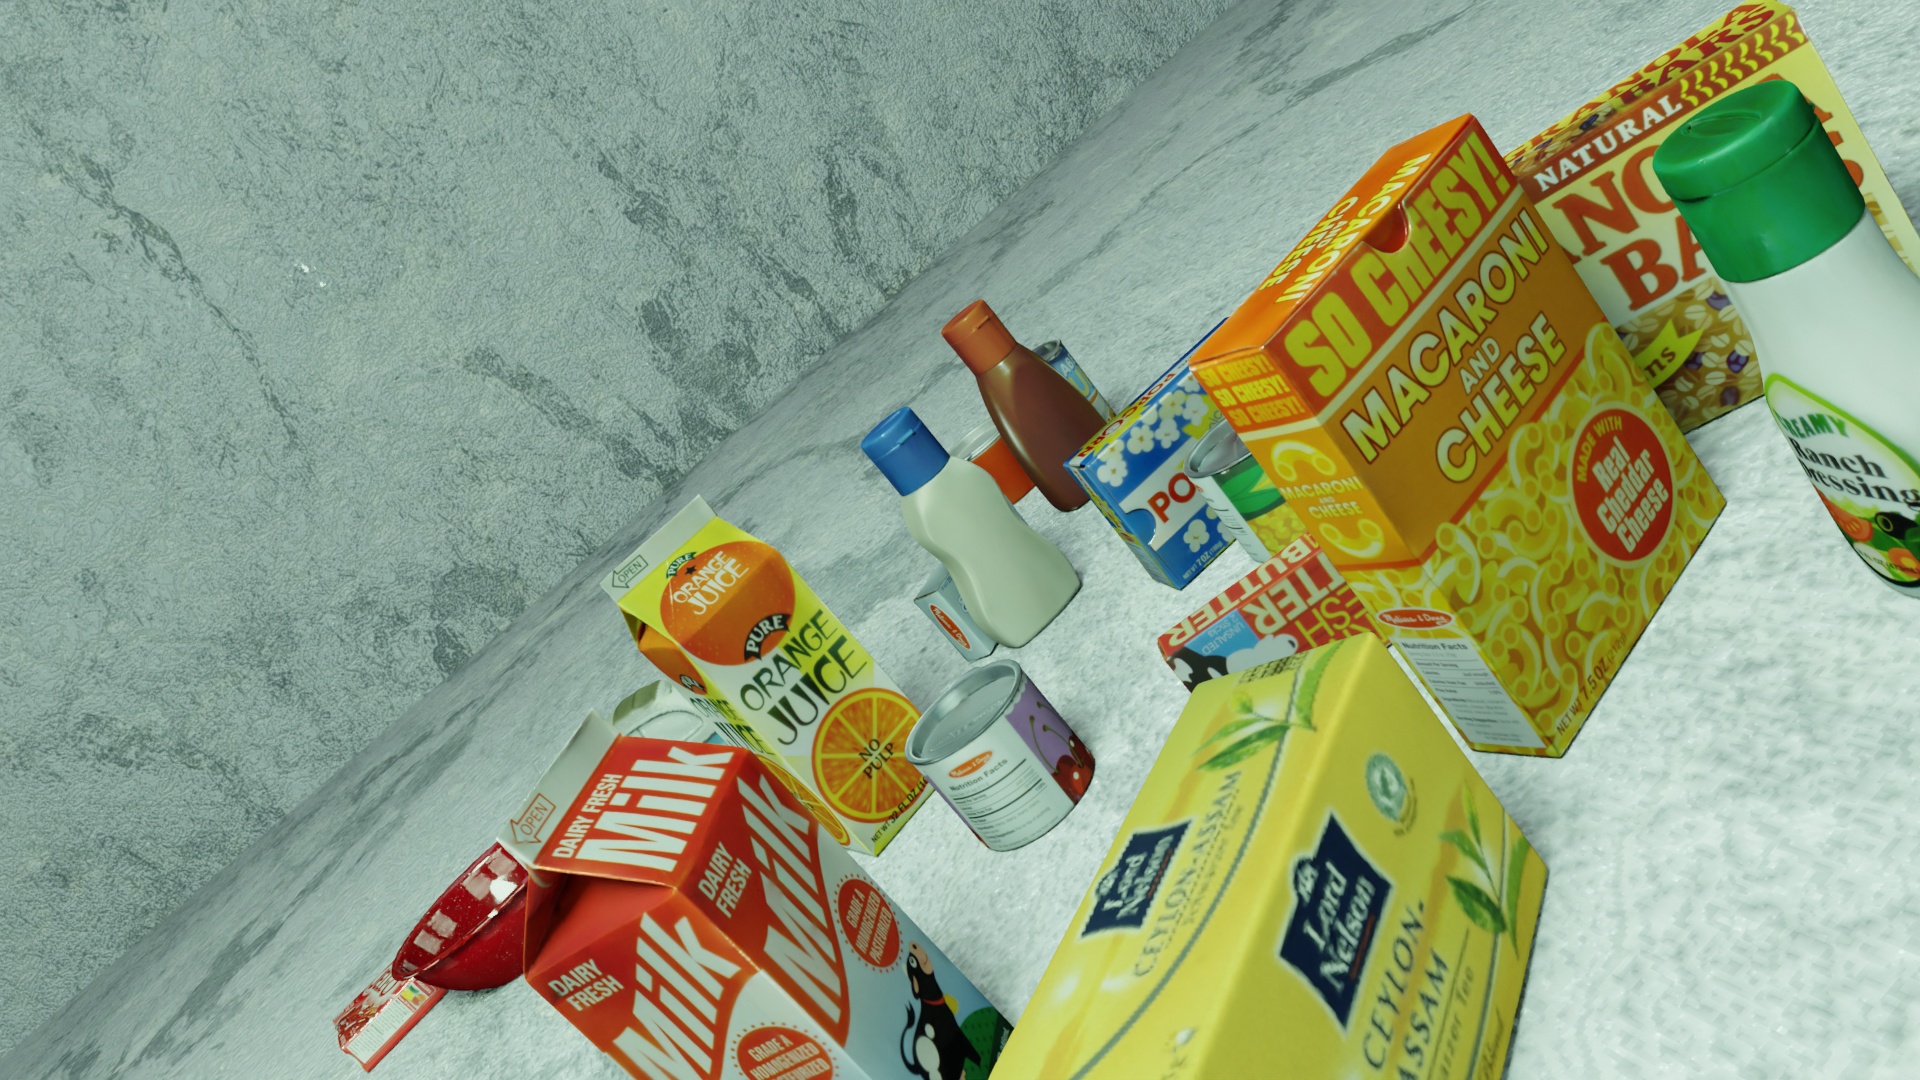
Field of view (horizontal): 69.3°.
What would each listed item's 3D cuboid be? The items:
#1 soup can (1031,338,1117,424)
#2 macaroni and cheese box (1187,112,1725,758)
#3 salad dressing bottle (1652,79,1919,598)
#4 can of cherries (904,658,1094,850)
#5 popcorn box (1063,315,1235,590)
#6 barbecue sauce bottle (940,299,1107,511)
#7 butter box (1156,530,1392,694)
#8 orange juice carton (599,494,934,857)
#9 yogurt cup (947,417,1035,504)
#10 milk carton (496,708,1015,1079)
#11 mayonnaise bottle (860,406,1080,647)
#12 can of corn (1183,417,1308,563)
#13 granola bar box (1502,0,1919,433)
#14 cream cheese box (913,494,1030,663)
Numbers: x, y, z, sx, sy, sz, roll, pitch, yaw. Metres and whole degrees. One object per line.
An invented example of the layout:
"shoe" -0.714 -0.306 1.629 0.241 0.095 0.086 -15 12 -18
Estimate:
"soup can" 0.071 -0.092 0.993 0.071 0.083 0.071 -36 15 12
"macaroni and cheese box" 0.166 -0.033 0.448 0.124 0.166 0.040 -46 16 -23
"salad dressing bottle" 0.237 -0.051 0.370 0.044 0.147 0.064 -39 15 4
"can of cherries" 0.019 0.096 0.631 0.071 0.058 0.072 -36 15 12
"popcorn box" 0.129 -0.048 0.731 0.127 0.085 0.038 -42 15 -9
"barbecue sauce bottle" 0.046 -0.093 0.930 0.065 0.148 0.043 -45 16 -19
"butter box" 0.135 0.032 0.551 0.103 0.053 0.024 -37 15 8
"orange juice carton" -0.096 0.069 0.720 0.072 0.192 0.073 -47 16 -24
"yogurt cup" 0.026 -0.057 1.055 0.072 0.054 0.072 -36 15 12
"milk carton" -0.070 0.141 0.460 0.073 0.190 0.073 -33 16 23
"mayonnaise bottle" 0.003 -0.010 0.797 0.065 0.148 0.041 -44 16 -16
"can of corn" 0.155 -0.033 0.678 0.071 0.058 0.071 -36 15 12
"granola bar box" 0.250 -0.100 0.521 0.165 0.124 0.039 -31 17 28
"cream cheese box" 0.015 0.022 0.856 0.024 0.053 0.104 -26 20 41
